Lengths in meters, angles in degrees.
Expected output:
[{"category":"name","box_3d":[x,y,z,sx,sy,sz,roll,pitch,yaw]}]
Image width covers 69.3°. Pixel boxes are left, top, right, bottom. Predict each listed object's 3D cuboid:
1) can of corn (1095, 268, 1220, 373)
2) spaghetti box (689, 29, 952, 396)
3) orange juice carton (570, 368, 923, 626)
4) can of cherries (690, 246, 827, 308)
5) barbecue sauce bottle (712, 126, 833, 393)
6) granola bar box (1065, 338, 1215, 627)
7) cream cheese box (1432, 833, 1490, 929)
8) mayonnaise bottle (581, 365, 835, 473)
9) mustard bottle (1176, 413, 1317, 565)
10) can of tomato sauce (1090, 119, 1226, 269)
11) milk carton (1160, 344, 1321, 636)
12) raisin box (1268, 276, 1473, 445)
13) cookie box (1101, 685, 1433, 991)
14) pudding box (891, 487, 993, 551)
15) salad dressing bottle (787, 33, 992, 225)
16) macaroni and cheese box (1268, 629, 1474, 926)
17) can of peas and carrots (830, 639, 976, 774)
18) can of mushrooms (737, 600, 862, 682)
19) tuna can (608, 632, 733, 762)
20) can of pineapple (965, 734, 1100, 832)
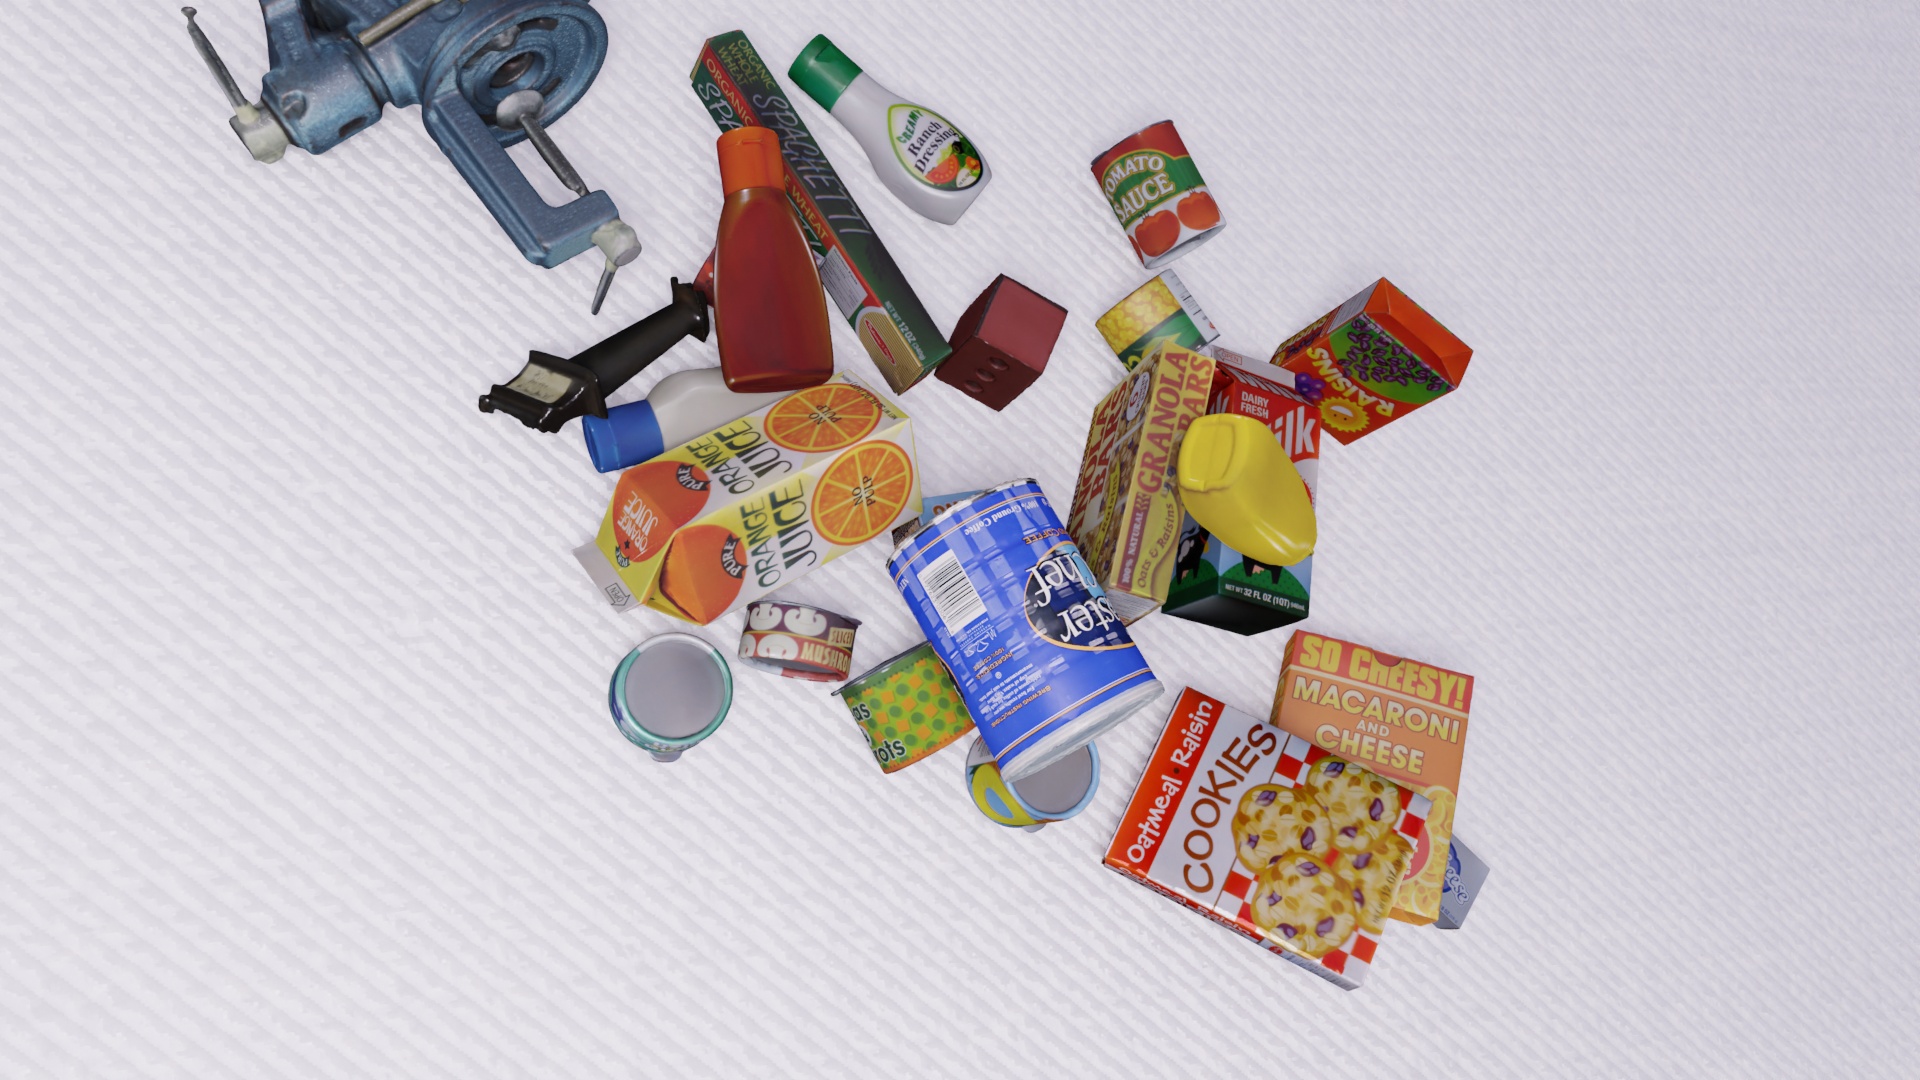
[{"category":"can of corn","box_3d":[0.133,-0.143,0.955,0.071,0.071,0.058,-36,91,-26]},{"category":"spaghetti box","box_3d":[-0.091,-0.209,0.889,0.029,0.050,0.250,-33,89,-28]},{"category":"orange juice carton","box_3d":[-0.122,-0.019,0.793,0.193,0.072,0.072,-28,44,-23]},{"category":"can of cherries","box_3d":[-0.125,-0.161,0.852,0.058,0.071,0.072,35,66,-10]},{"category":"barbecue sauce bottle","box_3d":[-0.113,-0.161,0.798,0.065,0.043,0.148,-7,83,-14]},{"category":"granola bar box","box_3d":[0.106,-0.027,0.877,0.039,0.124,0.166,19,70,-10]},{"category":"cream cheese box","box_3d":[0.310,0.212,0.952,0.104,0.024,0.053,43,64,-6]},{"category":"mayonnaise bottle","box_3d":[-0.147,-0.076,0.826,0.148,0.041,0.064,-17,126,-23]},{"category":"mustard bottle","box_3d":[0.182,-0.019,0.843,0.160,0.049,0.065,38,62,-49]},{"category":"can of tomato sauce","box_3d":[0.139,-0.243,0.983,0.071,0.071,0.083,-27,88,-26]},{"category":"milk carton","box_3d":[0.193,-0.039,0.945,0.072,0.073,0.191,16,70,-19]},{"category":"raisin box","box_3d":[0.283,-0.122,0.978,0.086,0.123,0.040,36,65,-10]},{"category":"cookie box","box_3d":[0.188,0.182,0.863,0.167,0.040,0.123,25,71,12]},{"category":"pudding box","box_3d":[0.003,-0.011,0.873,0.084,0.049,0.030,-9,78,-24]},{"category":"salad dressing bottle","box_3d":[-0.048,-0.275,0.928,0.147,0.044,0.064,39,66,-8]},{"category":"macaroni and cheese box","box_3d":[0.263,0.154,0.917,0.124,0.040,0.167,15,69,5]},{"category":"can of peas and carrots","box_3d":[-0.032,0.098,0.820,0.071,0.070,0.058,-28,88,-26]},{"category":"can of mushrooms","box_3d":[-0.092,0.059,0.804,0.071,0.071,0.033,15,72,-18]},{"category":"tuna can","box_3d":[-0.164,0.089,0.787,0.071,0.032,0.071,6,73,-21]},{"category":"can of pineapple","box_3d":[0.045,0.141,0.844,0.071,0.057,0.071,6,74,-21]}]
